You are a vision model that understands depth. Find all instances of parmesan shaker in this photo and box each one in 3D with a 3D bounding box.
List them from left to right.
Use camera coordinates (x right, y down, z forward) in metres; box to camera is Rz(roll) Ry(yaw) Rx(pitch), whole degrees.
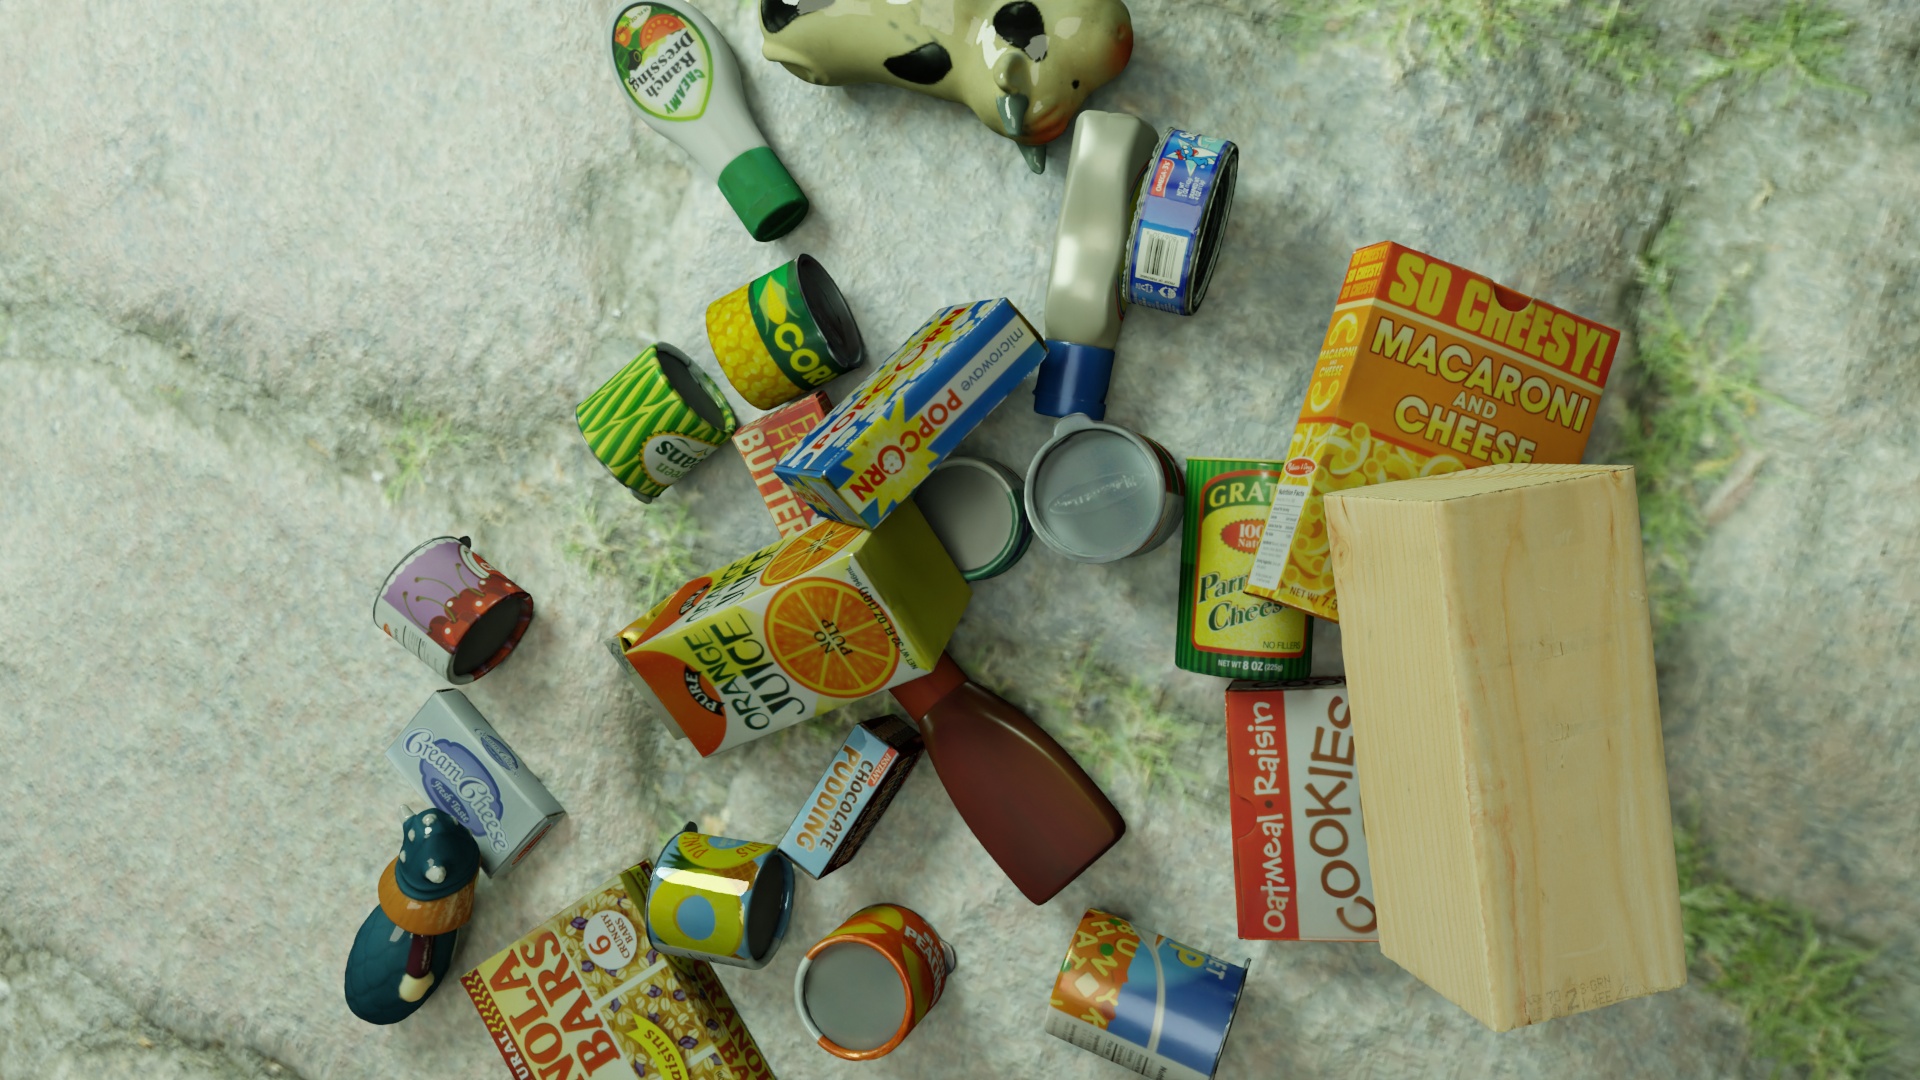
[{"bbox_3d":[0.142,0.013,0.669,0.071,0.071,0.103,3,92,16],"label":"parmesan shaker"}]

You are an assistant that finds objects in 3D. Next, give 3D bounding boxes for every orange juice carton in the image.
[{"bbox_3d":[-0.098,0.050,0.714,0.192,0.073,0.071,-23,109,28],"label":"orange juice carton"}]

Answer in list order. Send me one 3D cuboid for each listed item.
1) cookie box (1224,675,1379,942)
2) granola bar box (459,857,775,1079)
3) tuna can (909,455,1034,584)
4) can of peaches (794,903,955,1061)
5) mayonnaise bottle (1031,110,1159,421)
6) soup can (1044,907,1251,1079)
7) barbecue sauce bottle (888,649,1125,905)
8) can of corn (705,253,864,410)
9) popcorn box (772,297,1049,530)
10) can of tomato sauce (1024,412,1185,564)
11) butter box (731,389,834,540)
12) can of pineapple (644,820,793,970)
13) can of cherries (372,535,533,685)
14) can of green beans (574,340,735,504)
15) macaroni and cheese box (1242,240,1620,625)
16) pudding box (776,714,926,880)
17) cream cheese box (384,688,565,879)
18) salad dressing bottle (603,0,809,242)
[{"bbox_3d":[0.214,0.126,0.662,0.167,0.040,0.123,-3,90,16],"label":"cookie box"},{"bbox_3d":[-0.189,0.283,0.779,0.124,0.039,0.165,-35,81,14],"label":"granola bar box"},{"bbox_3d":[0.003,-0.009,0.726,0.071,0.033,0.071,0,90,16],"label":"tuna can"},{"bbox_3d":[-0.044,0.230,0.728,0.071,0.058,0.071,0,91,17],"label":"can of peaches"},{"bbox_3d":[0.066,-0.134,0.693,0.041,0.065,0.147,11,97,14],"label":"mayonnaise bottle"},{"bbox_3d":[0.093,0.225,0.686,0.084,0.071,0.071,19,96,15],"label":"soup can"},{"bbox_3d":[0.015,0.112,0.718,0.064,0.044,0.149,-44,79,13],"label":"barbecue sauce bottle"},{"bbox_3d":[-0.092,-0.107,0.733,0.058,0.071,0.071,-24,84,16],"label":"can of corn"},{"bbox_3d":[-0.025,-0.064,0.682,0.127,0.085,0.038,-45,110,-13],"label":"popcorn box"},{"bbox_3d":[0.072,-0.024,0.680,0.071,0.083,0.071,0,91,16],"label":"can of tomato sauce"},{"bbox_3d":[-0.075,-0.023,0.738,0.053,0.024,0.103,-22,101,15],"label":"butter box"},{"bbox_3d":[-0.128,0.191,0.747,0.058,0.071,0.071,5,92,15],"label":"can of pineapple"},{"bbox_3d":[-0.286,0.038,0.792,0.058,0.071,0.071,34,99,13],"label":"can of cherries"},{"bbox_3d":[-0.165,-0.066,0.756,0.057,0.071,0.071,-37,81,13],"label":"can of green beans"},{"bbox_3d":[0.214,-0.035,0.628,0.124,0.040,0.166,18,90,-13],"label":"macaroni and cheese box"},{"bbox_3d":[-0.056,0.134,0.735,0.030,0.050,0.083,35,99,14],"label":"pudding box"},{"bbox_3d":[-0.285,0.141,0.813,0.104,0.024,0.053,45,101,11],"label":"cream cheese box"},{"bbox_3d":[-0.137,-0.231,0.758,0.064,0.044,0.148,-37,81,12],"label":"salad dressing bottle"}]
